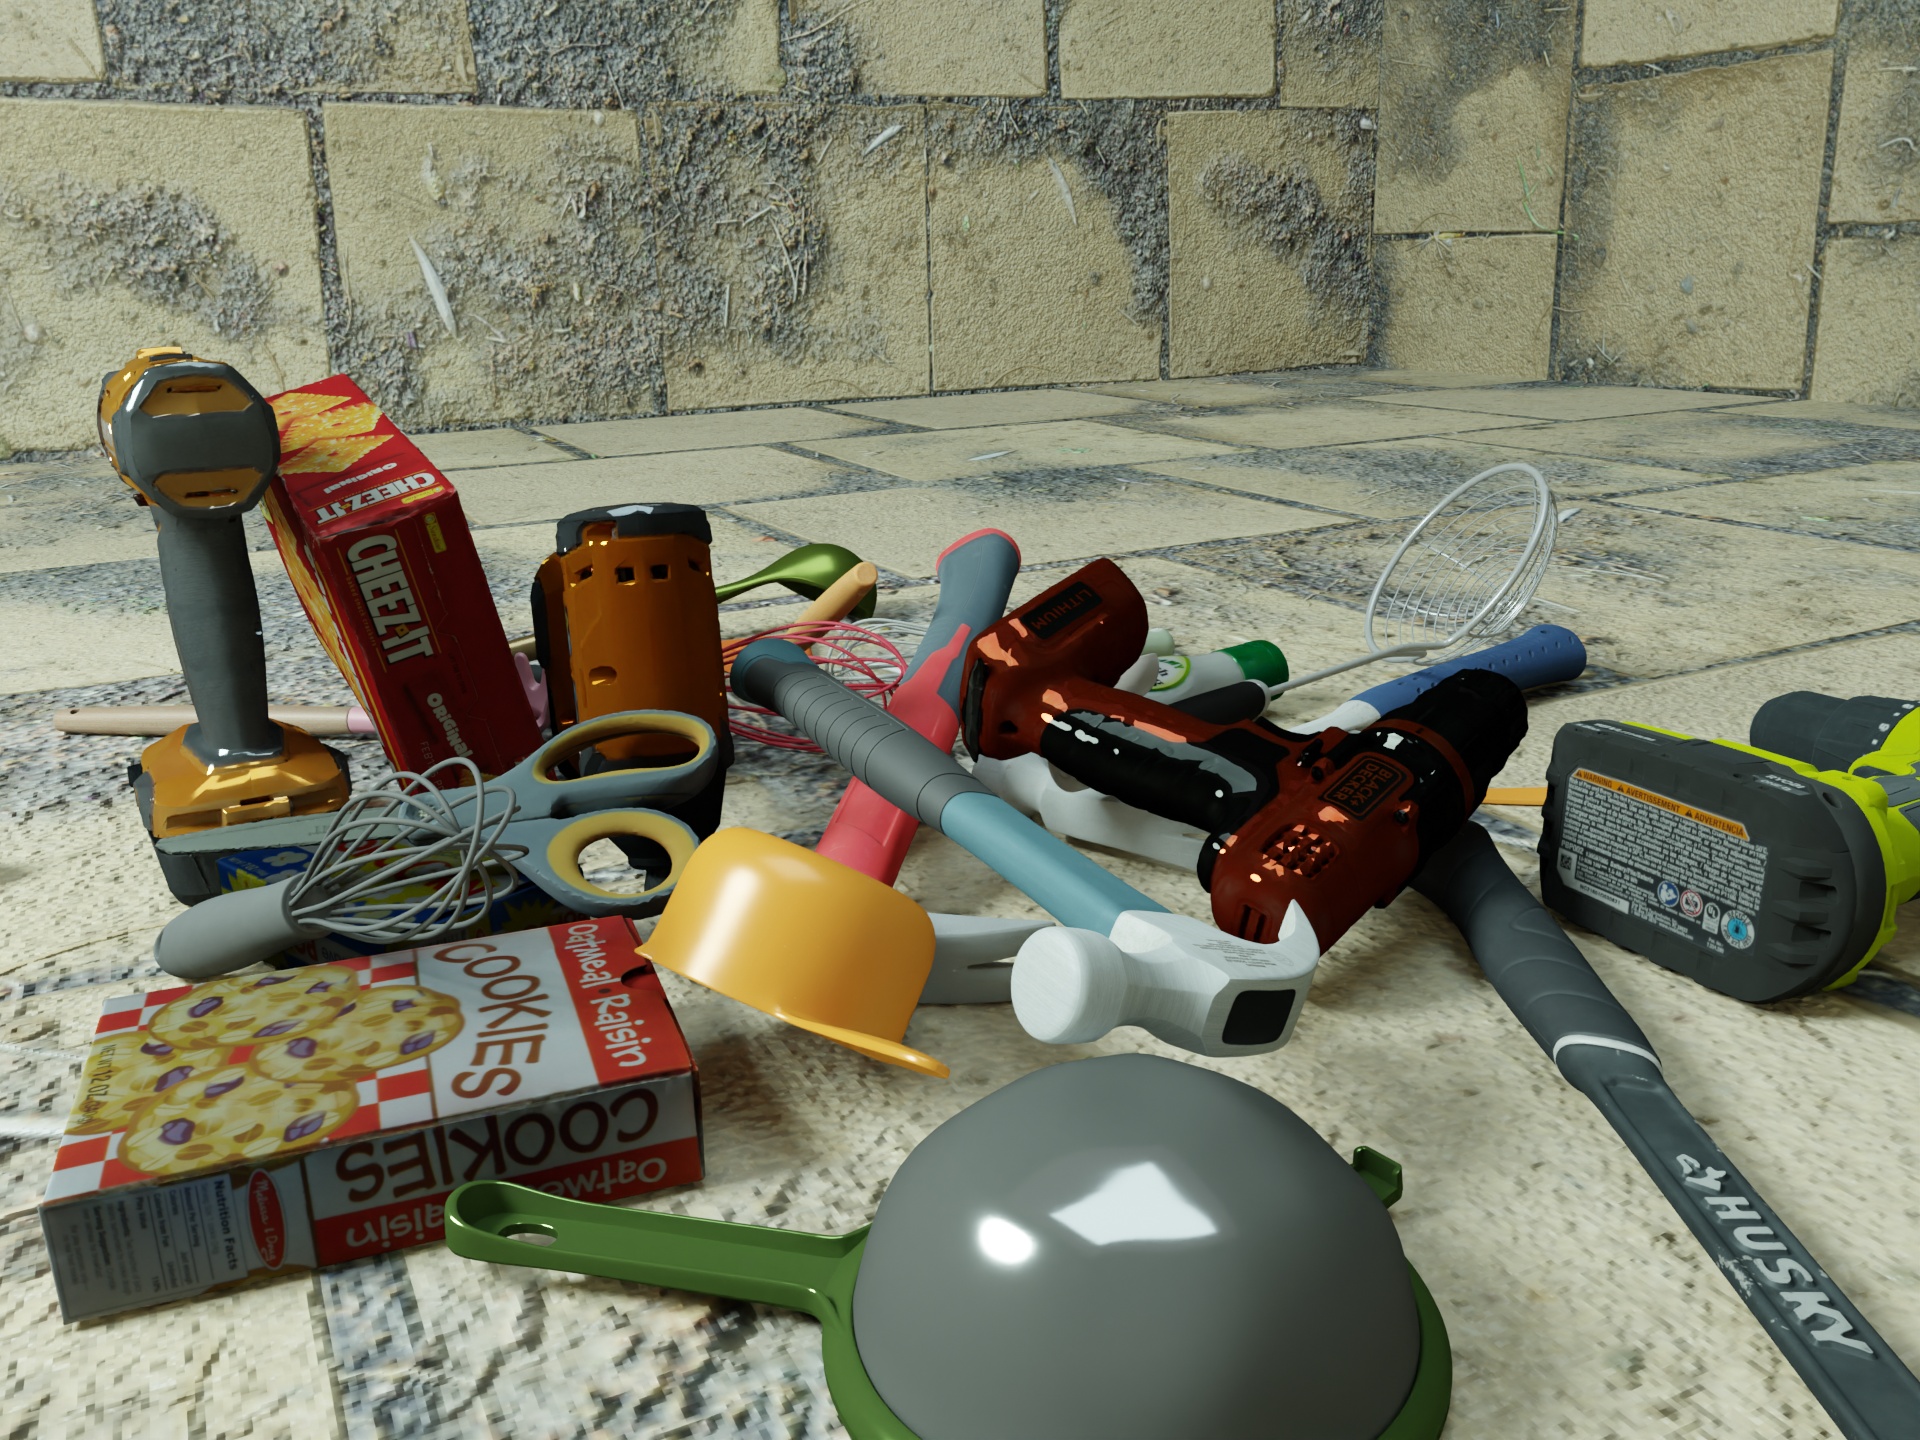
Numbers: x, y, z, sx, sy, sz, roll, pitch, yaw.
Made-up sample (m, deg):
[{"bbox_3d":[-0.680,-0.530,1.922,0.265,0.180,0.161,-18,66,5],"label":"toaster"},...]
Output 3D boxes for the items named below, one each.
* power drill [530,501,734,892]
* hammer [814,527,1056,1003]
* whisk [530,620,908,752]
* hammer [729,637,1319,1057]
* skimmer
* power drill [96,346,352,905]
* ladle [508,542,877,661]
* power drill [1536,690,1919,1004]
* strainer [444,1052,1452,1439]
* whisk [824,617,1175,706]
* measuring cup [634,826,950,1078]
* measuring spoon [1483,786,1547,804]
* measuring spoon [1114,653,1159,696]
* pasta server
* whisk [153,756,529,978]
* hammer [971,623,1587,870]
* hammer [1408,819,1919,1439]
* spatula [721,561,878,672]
[{"bbox_3d":[-0.148,-0.010,0.727,0.084,0.164,0.226,-6,5,-15],"label":"power drill"},{"bbox_3d":[-0.001,-0.002,0.728,0.143,0.038,0.386,3,28,11],"label":"hammer"},{"bbox_3d":[-0.158,-0.018,0.883,0.296,0.073,0.073,0,16,24],"label":"whisk"},{"bbox_3d":[-0.003,0.029,0.561,0.128,0.033,0.331,11,12,-34],"label":"hammer"},{"bbox_3d":[0.168,-0.051,0.778,0.363,0.090,0.127,-18,-10,-37],"label":"skimmer"},{"bbox_3d":[-0.339,-0.052,0.712,0.084,0.226,0.185,-11,19,-30],"label":"power drill"},{"bbox_3d":[-0.202,-0.061,1.079,0.320,0.062,0.078,-18,14,-27],"label":"ladle"},{"bbox_3d":[0.344,0.034,0.629,0.228,0.080,0.191,-6,17,-24],"label":"power drill"},{"bbox_3d":[-0.011,0.117,0.390,0.256,0.069,0.151,4,17,12],"label":"strainer"},{"bbox_3d":[0.029,-0.037,0.951,0.246,0.059,0.058,-6,-1,-31],"label":"whisk"},{"bbox_3d":[-0.034,0.068,0.474,0.095,0.052,0.174,28,-13,-21],"label":"measuring cup"},{"bbox_3d":[0.270,0.032,0.751,0.117,0.011,0.021,0,17,5],"label":"measuring spoon"},{"bbox_3d":[0.059,-0.002,0.793,0.034,0.018,0.124,-16,-13,-34],"label":"measuring spoon"},{"bbox_3d":[-0.369,-0.007,0.897,0.316,0.040,0.060,0,34,9],"label":"pasta server"},{"bbox_3d":[-0.218,0.059,0.533,0.239,0.055,0.055,-19,2,41],"label":"whisk"},{"bbox_3d":[0.204,0.002,0.817,0.405,0.035,0.144,-15,21,-38],"label":"hammer"},{"bbox_3d":[0.201,0.109,0.461,0.149,0.036,0.409,0,16,1],"label":"hammer"},{"bbox_3d":[-0.095,-0.058,0.935,0.081,0.041,0.322,-7,-6,-18],"label":"spatula"}]
